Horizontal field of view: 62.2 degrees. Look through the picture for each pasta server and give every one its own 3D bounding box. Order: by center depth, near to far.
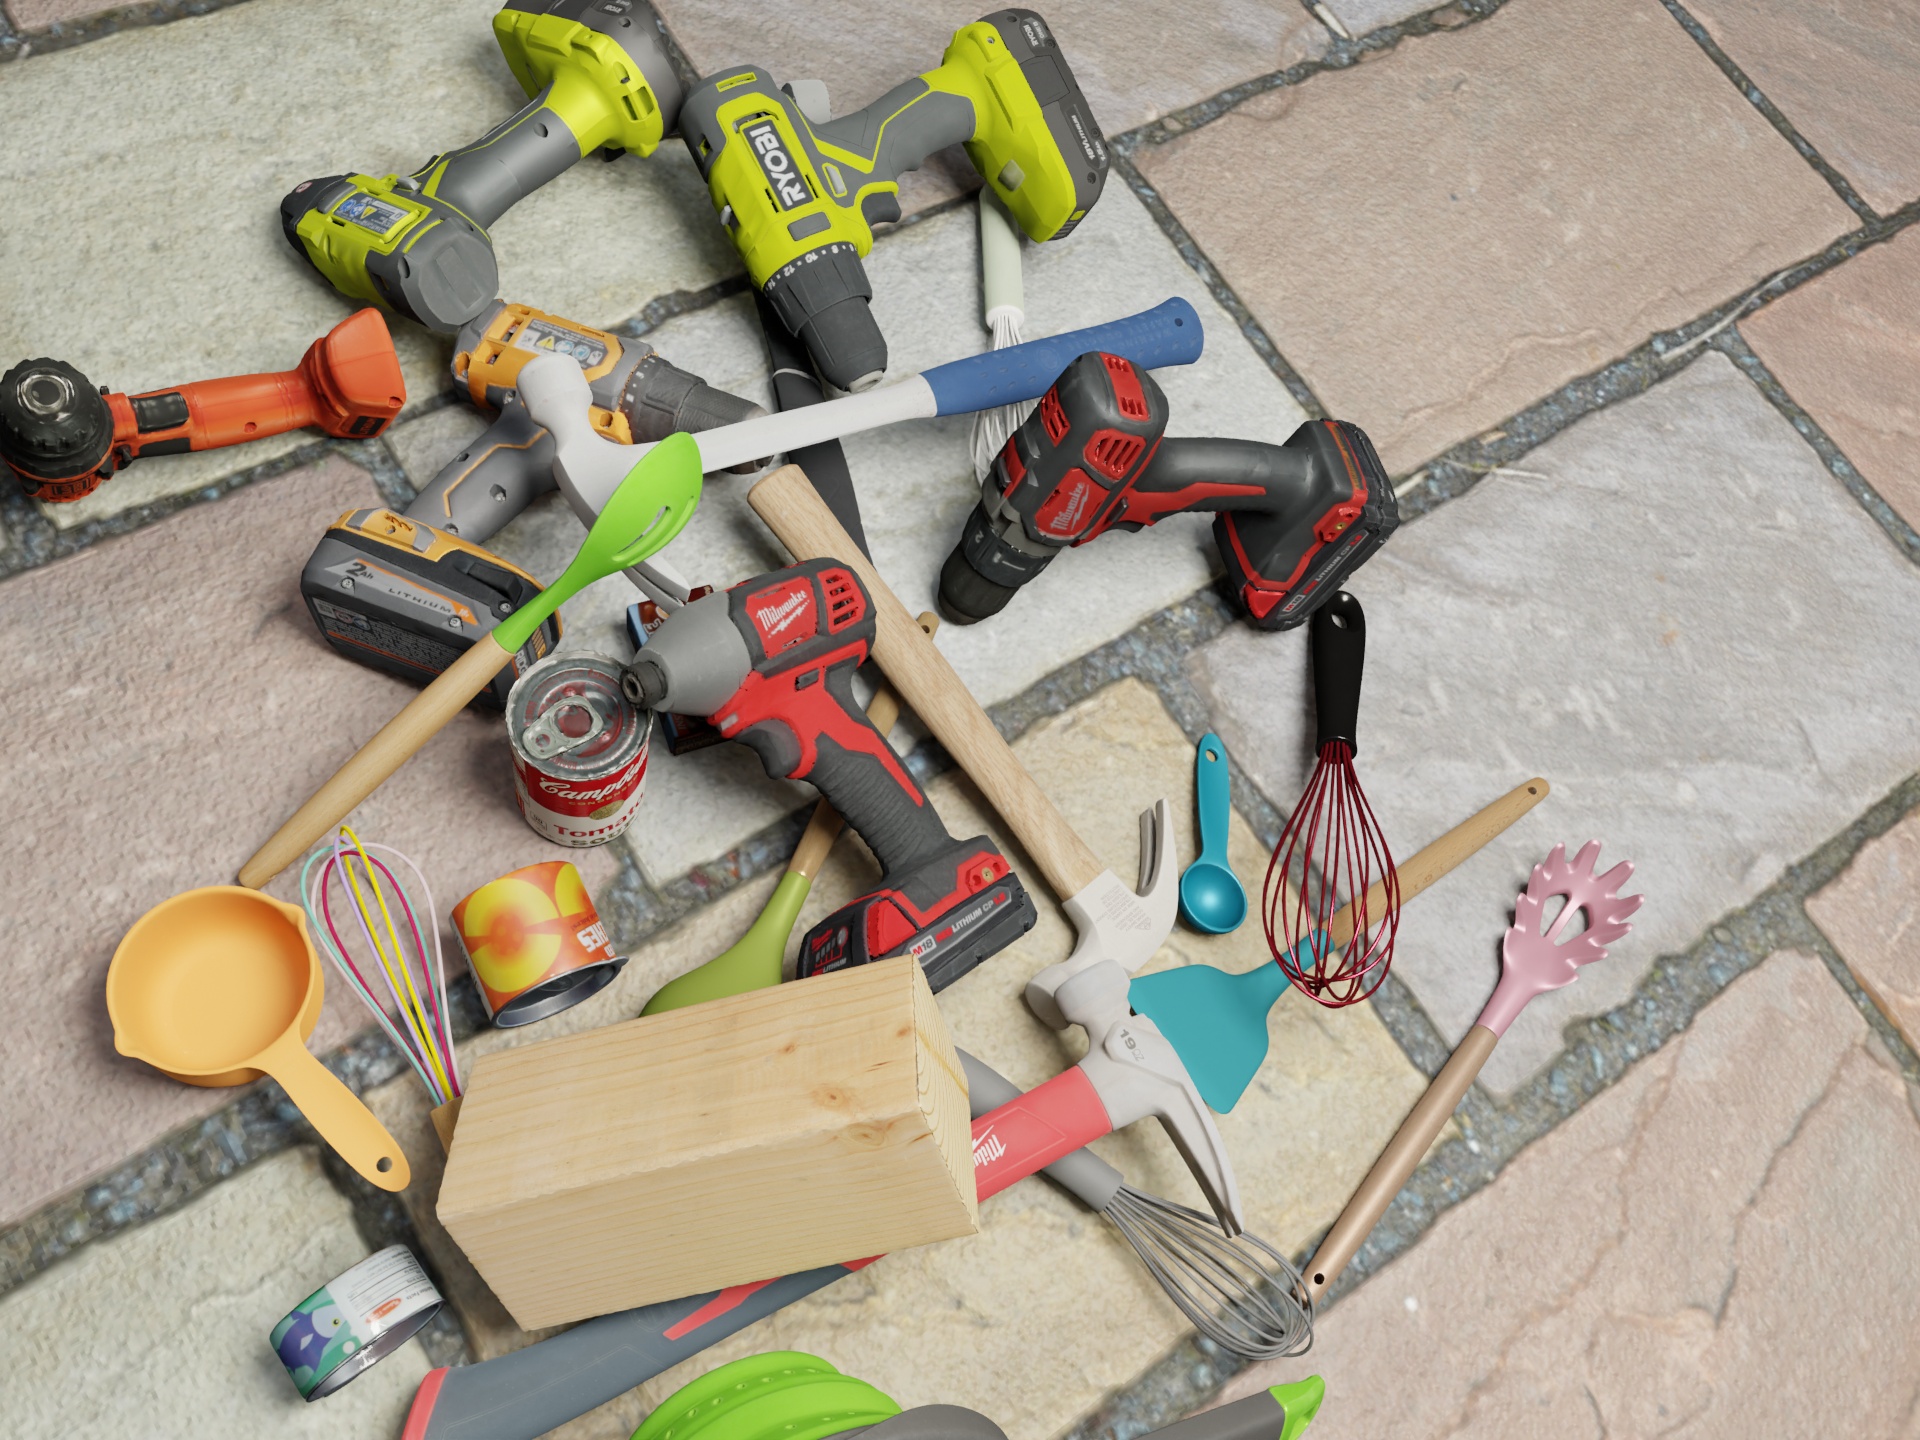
[{"bbox_3d":[0.272,0.187,0.859,0.060,0.040,0.316,36,64,18],"label":"pasta server"}]

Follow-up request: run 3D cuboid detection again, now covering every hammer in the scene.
[{"bbox_3d":[-0.060,0.255,0.727,0.386,0.038,0.143,-24,70,-15],"label":"hammer"},{"bbox_3d":[-0.001,-0.003,0.861,0.130,0.031,0.331,-36,86,-29],"label":"hammer"},{"bbox_3d":[-0.026,-0.172,0.880,0.405,0.035,0.144,-20,78,-28],"label":"hammer"},{"bbox_3d":[-0.108,-0.219,0.957,0.149,0.036,0.409,-11,69,-16],"label":"hammer"}]

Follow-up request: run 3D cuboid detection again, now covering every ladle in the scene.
[{"bbox_3d":[-0.078,0.067,0.839,0.078,0.062,0.320,27,56,-3],"label":"ladle"}]

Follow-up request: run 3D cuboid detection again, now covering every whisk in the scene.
[{"bbox_3d":[-0.248,0.159,0.747,0.051,0.047,0.245,-8,68,-59],"label":"whisk"},{"bbox_3d":[0.074,0.234,0.790,0.239,0.055,0.055,36,64,8],"label":"whisk"},{"bbox_3d":[0.207,0.031,0.882,0.073,0.073,0.296,18,49,-5],"label":"whisk"},{"bbox_3d":[0.028,-0.245,0.997,0.057,0.059,0.247,27,51,-43],"label":"whisk"}]

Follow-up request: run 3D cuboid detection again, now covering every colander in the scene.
[{"bbox_3d":[-0.011,0.328,0.700,0.397,0.204,0.095,-4,32,-31],"label":"colander"}]

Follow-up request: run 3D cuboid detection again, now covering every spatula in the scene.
[{"bbox_3d":[0.225,0.106,0.881,0.317,0.044,0.082,-30,70,-24],"label":"spatula"}]

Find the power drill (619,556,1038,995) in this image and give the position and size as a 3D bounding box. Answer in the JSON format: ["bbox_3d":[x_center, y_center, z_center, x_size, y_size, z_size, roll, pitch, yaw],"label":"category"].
[{"bbox_3d":[-0.068,0.033,0.774,0.143,0.078,0.220,-26,87,-45],"label":"power drill"}]

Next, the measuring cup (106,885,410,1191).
[{"bbox_3d":[-0.313,0.155,0.734,0.173,0.052,0.095,44,65,7],"label":"measuring cup"}]

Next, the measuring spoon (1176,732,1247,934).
[{"bbox_3d":[0.139,0.065,0.899,0.042,0.021,0.129,18,54,-17],"label":"measuring spoon"}]

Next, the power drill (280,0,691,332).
[{"bbox_3d":[-0.279,-0.329,0.920,0.171,0.080,0.223,28,67,33],"label":"power drill"}]

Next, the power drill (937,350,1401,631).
[{"bbox_3d":[0.110,-0.110,0.901,0.226,0.187,0.080,6,53,-30],"label":"power drill"}]

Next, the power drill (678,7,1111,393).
[{"bbox_3d":[-0.030,-0.313,0.947,0.228,0.080,0.190,-27,90,-20],"label":"power drill"}]

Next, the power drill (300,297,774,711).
[{"bbox_3d":[-0.218,-0.118,0.853,0.185,0.084,0.226,19,60,6],"label":"power drill"}]

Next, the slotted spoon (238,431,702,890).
[{"bbox_3d":[-0.233,-0.020,0.754,0.313,0.070,0.031,-40,85,10],"label":"slotted spoon"}]
